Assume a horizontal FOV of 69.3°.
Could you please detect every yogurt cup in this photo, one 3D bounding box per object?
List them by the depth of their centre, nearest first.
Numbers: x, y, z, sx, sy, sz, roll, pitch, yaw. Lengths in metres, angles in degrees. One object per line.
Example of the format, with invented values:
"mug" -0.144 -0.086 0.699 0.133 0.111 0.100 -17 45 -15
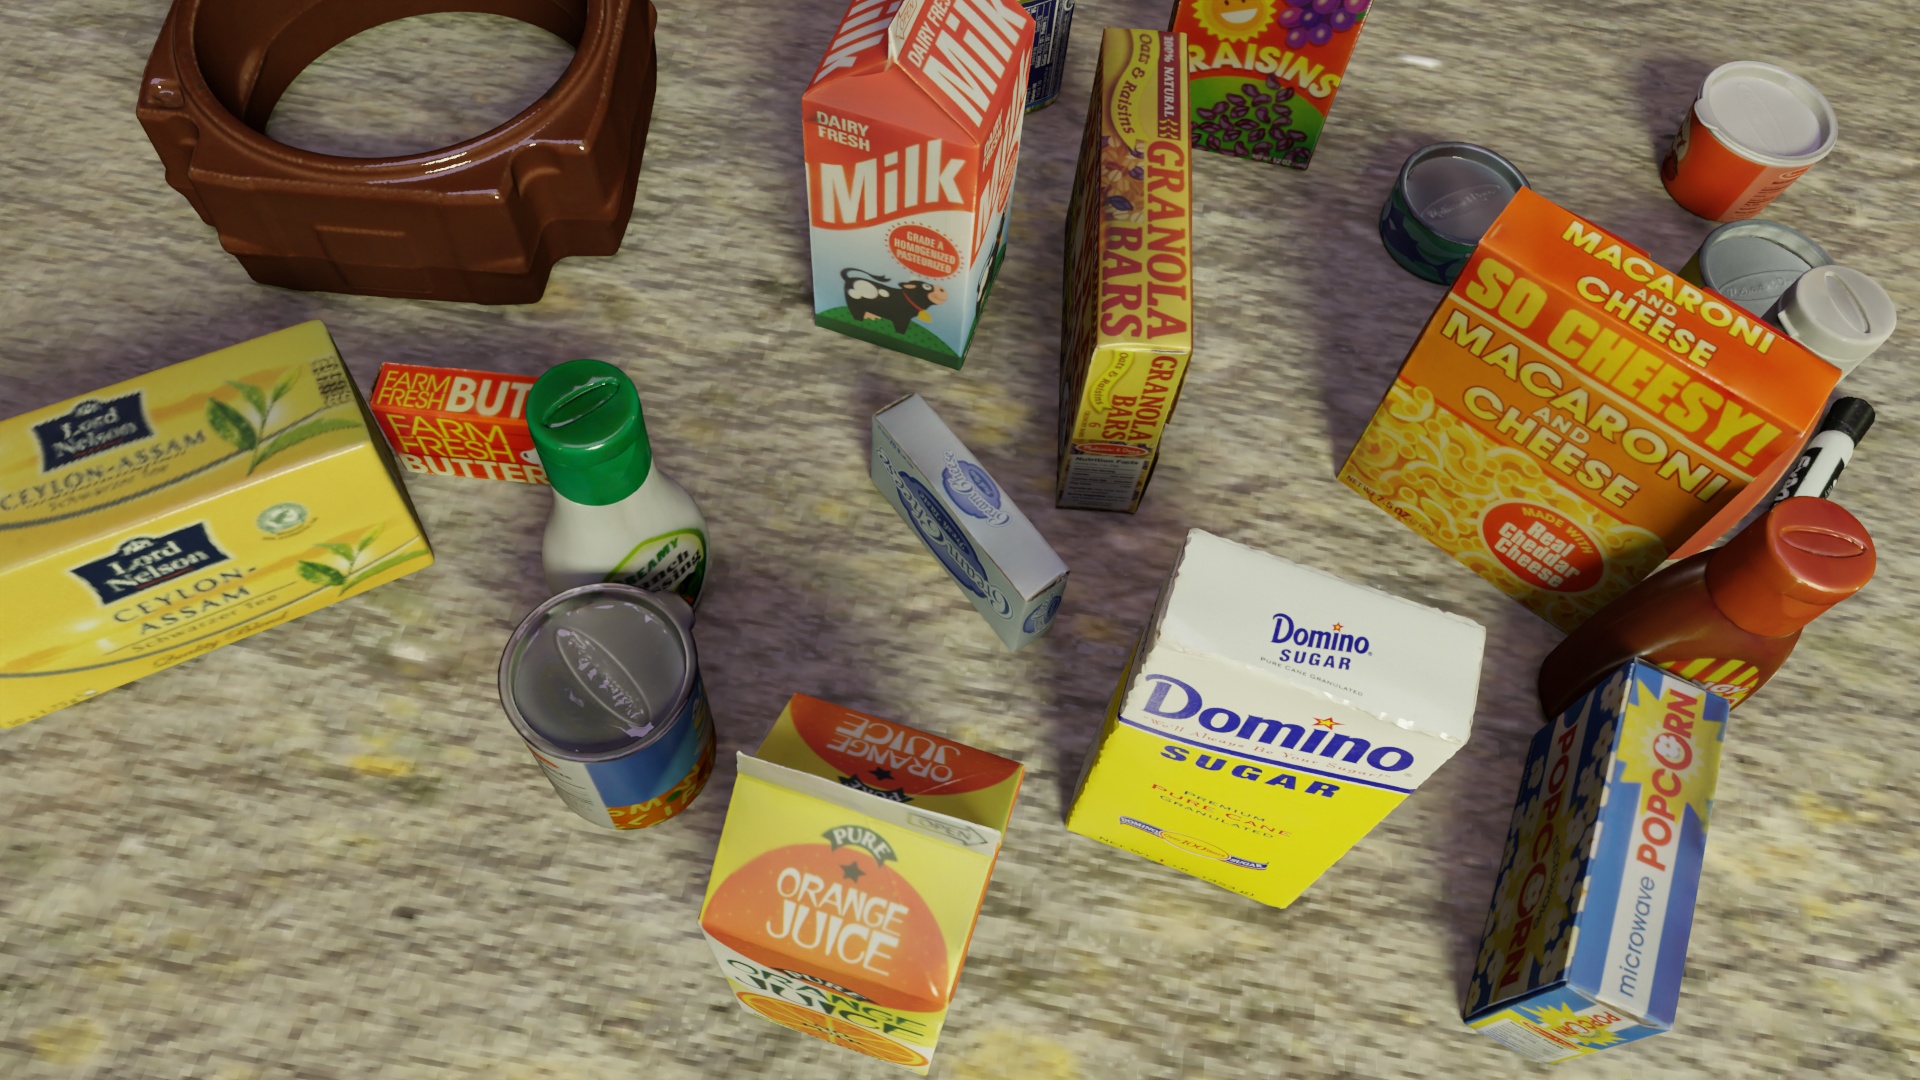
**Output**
"yogurt cup" 0.393 -0.198 0.700 0.072 0.053 0.073 2 62 -3

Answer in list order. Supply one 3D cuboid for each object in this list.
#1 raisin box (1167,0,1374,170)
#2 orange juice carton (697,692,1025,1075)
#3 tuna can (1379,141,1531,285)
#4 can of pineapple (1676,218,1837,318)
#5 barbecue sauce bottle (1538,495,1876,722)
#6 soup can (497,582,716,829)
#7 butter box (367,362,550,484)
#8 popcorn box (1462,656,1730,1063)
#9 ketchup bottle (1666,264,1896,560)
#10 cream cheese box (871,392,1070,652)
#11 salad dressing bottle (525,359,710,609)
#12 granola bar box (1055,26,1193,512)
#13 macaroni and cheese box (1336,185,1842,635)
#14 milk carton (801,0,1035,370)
"raisin box" 0.142 -0.240 0.665 0.086 0.122 0.040 13 62 3
"orange juice carton" -0.029 0.107 0.428 0.072 0.191 0.073 18 63 5
"tuna can" 0.243 -0.158 0.679 0.071 0.032 0.071 2 62 -3
"can of pineapple" 0.362 -0.104 0.645 0.071 0.057 0.071 2 62 -3
"barbecue sauce bottle" 0.274 0.034 0.514 0.065 0.147 0.044 10 62 1
"soup can" -0.123 0.061 0.508 0.071 0.083 0.071 2 62 -3
"butter box" -0.186 -0.046 0.578 0.103 0.053 0.024 6 62 -1
"popcorn box" 0.229 0.117 0.502 0.038 0.084 0.127 23 63 8
"ketchup bottle" 0.312 -0.051 0.561 0.043 0.148 0.065 -9 63 -8
"cream cheese box" 0.002 -0.007 0.570 0.024 0.053 0.104 -33 69 -19
"salad dressing bottle" -0.127 -0.010 0.509 0.064 0.147 0.044 -35 70 -20
"granola bar box" 0.069 -0.113 0.591 0.039 0.123 0.166 5 62 -1
"macaroni and cheese box" 0.231 -0.043 0.542 0.124 0.165 0.040 36 66 14
"milk carton" -0.018 -0.159 0.572 0.073 0.189 0.072 18 63 5
